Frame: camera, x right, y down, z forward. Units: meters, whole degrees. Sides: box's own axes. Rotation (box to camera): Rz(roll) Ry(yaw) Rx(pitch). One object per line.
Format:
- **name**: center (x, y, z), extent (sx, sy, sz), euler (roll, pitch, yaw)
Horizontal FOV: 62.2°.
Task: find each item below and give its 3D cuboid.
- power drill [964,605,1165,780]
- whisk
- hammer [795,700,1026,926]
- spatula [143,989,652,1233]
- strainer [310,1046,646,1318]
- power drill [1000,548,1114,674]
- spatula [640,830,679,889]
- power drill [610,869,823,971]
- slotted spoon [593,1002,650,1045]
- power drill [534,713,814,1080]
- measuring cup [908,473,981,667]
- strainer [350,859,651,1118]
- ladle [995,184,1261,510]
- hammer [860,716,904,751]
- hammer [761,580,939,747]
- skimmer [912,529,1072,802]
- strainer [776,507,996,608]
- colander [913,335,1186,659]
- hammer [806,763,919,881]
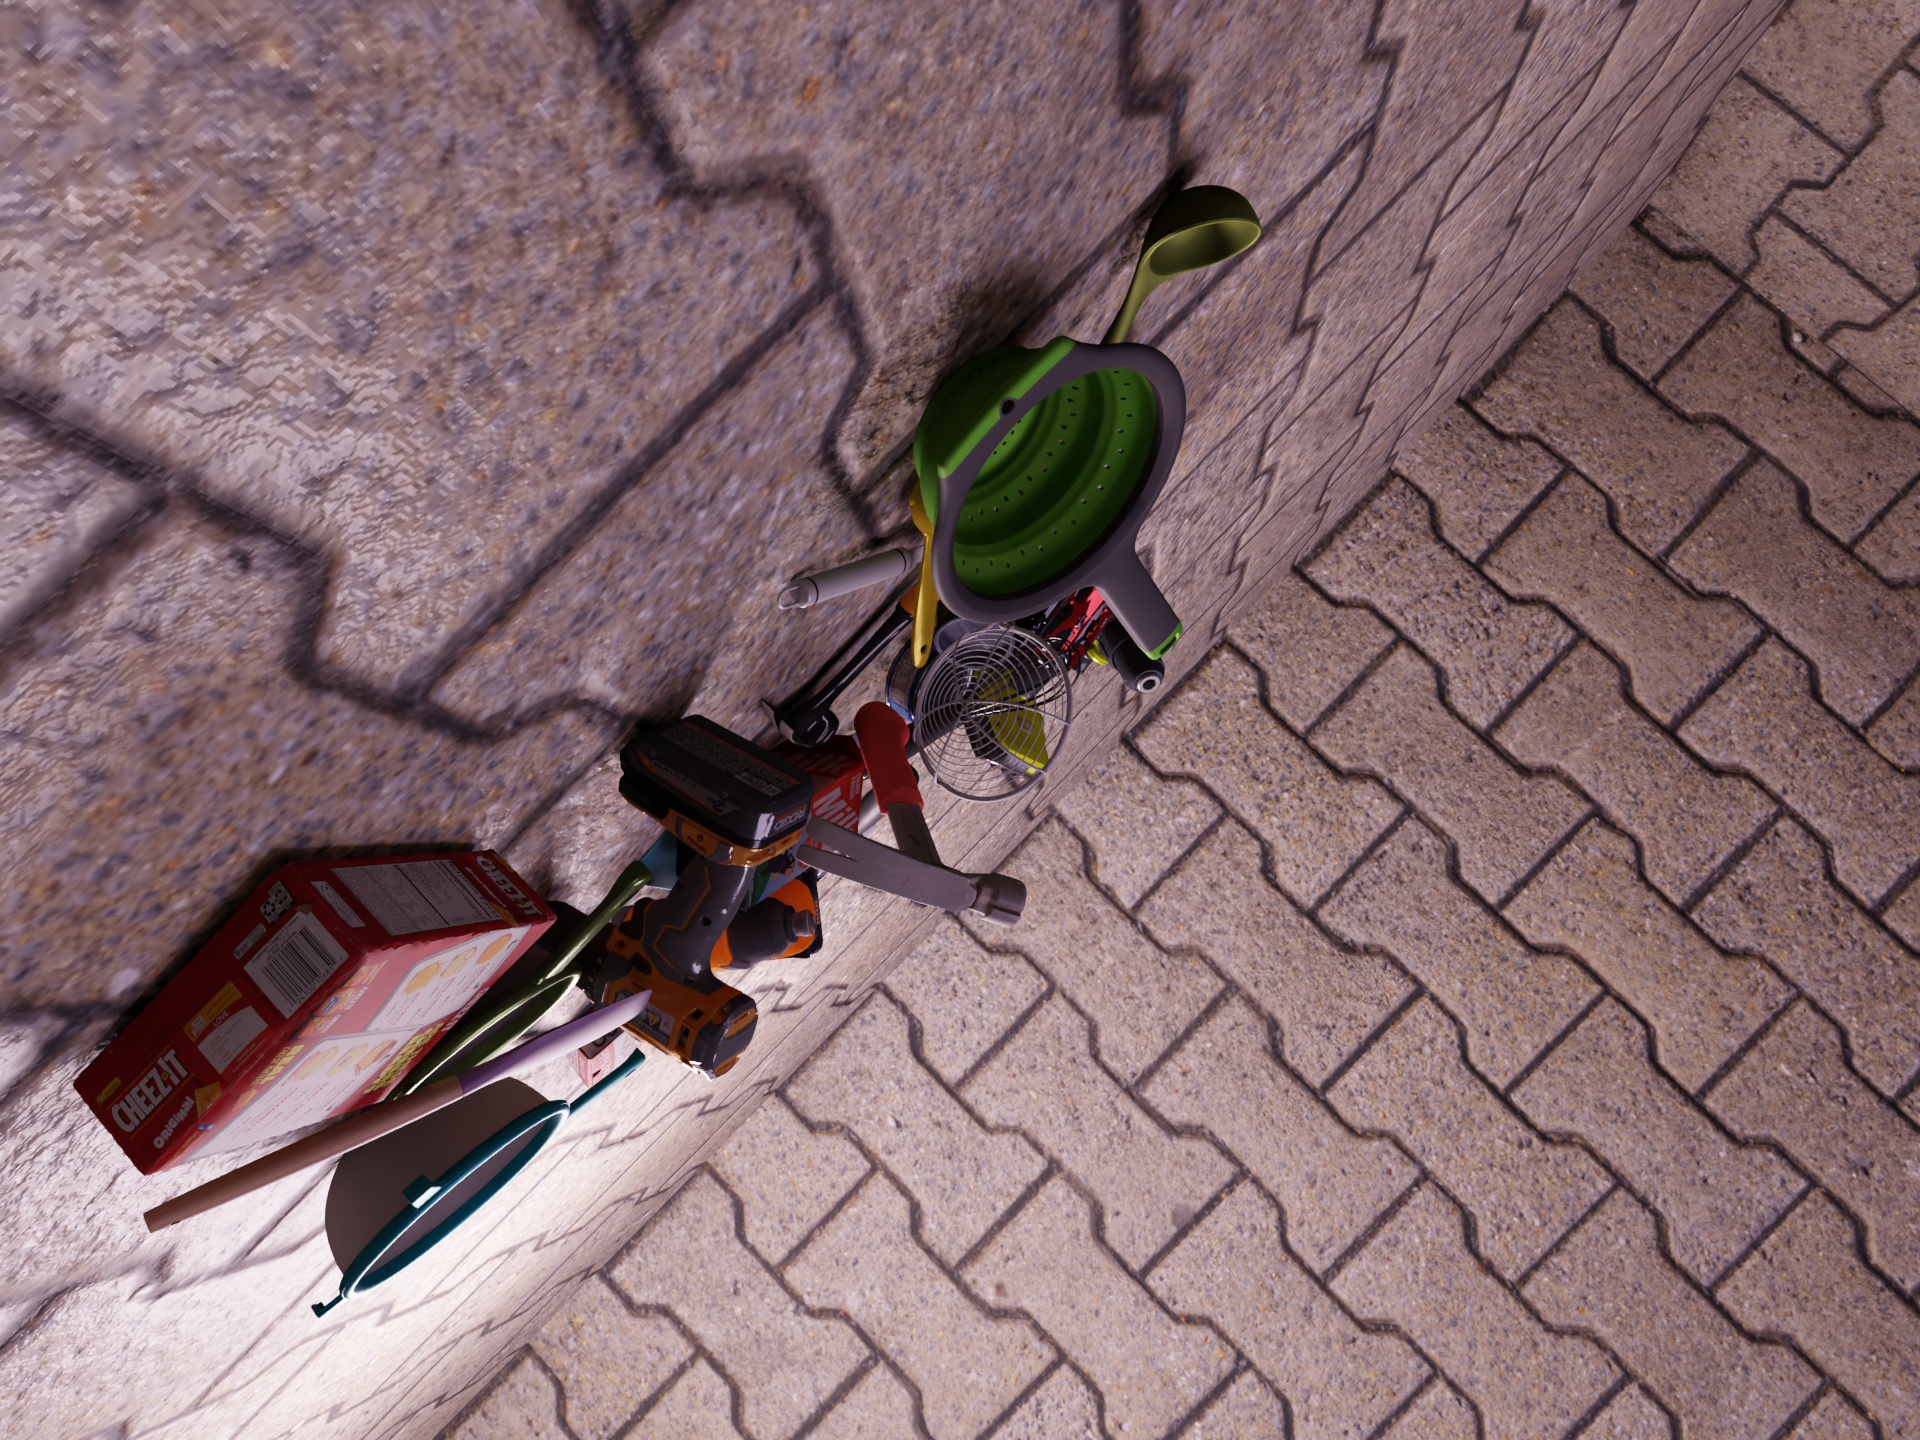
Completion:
- **power drill**: center (0.106, -0.046, 1.604), extent (0.080, 0.191, 0.228), euler (25, 121, -35)
- **whisk**: center (-0.001, -0.003, 1.352), extent (0.239, 0.055, 0.055), euler (-29, 177, 23)
- **hammer**: center (-0.055, 0.048, 1.154), extent (0.359, 0.149, 0.036), euler (-118, -130, -71)
- **spatula**: center (-0.334, 0.237, 0.980), extent (0.316, 0.018, 0.059), euler (-21, 158, -32)
- **strainer**: center (-0.388, 0.323, 1.292), extent (0.211, 0.095, 0.340), euler (-49, 172, 30)
- **power drill**: center (0.086, -0.111, 1.445), extent (0.143, 0.079, 0.219), euler (-54, 162, 15)
- **spatula**: center (-0.204, 0.114, 1.408), extent (0.082, 0.044, 0.317), euler (-47, 174, 4)
- **power drill**: center (-0.185, 0.175, 1.357), extent (0.164, 0.084, 0.226), euler (-7, 177, 8)
- **slotted spoon**: center (-0.298, 0.224, 1.302), extent (0.070, 0.031, 0.313), euler (-42, 158, -13)
- **power drill**: center (-0.206, 0.111, 1.085), extent (0.084, 0.185, 0.226), euler (-27, 139, -60)
- **measuring cup**: center (-0.011, -0.106, 1.109), extent (0.062, 0.029, 0.156), euler (-17, 123, -47)
- **strainer**: center (-0.295, 0.154, 1.028), extent (0.256, 0.069, 0.151), euler (-44, 173, 24)
- **ladle**: center (0.094, -0.222, 1.092), extent (0.078, 0.062, 0.320), euler (-2, 130, -58)
- **hammer**: center (-0.023, -0.037, 1.501), extent (0.409, 0.036, 0.149), euler (-42, 168, -21)
- **hammer**: center (-0.020, -0.110, 1.237), extent (0.337, 0.034, 0.127), euler (-46, 171, 3)
- **skimmer**: center (0.061, -0.087, 1.227), extent (0.127, 0.090, 0.363), euler (-8, -146, 28)
- **strainer**: center (-0.040, -0.117, 1.124), extent (0.258, 0.050, 0.086), euler (-25, 134, -47)
- **colander**: center (0.068, -0.142, 1.079), extent (0.204, 0.095, 0.396), euler (-46, 151, 1)
- **hammer**: center (-0.108, 0.107, 1.581), extent (0.146, 0.035, 0.334), euler (-41, 178, -25)
